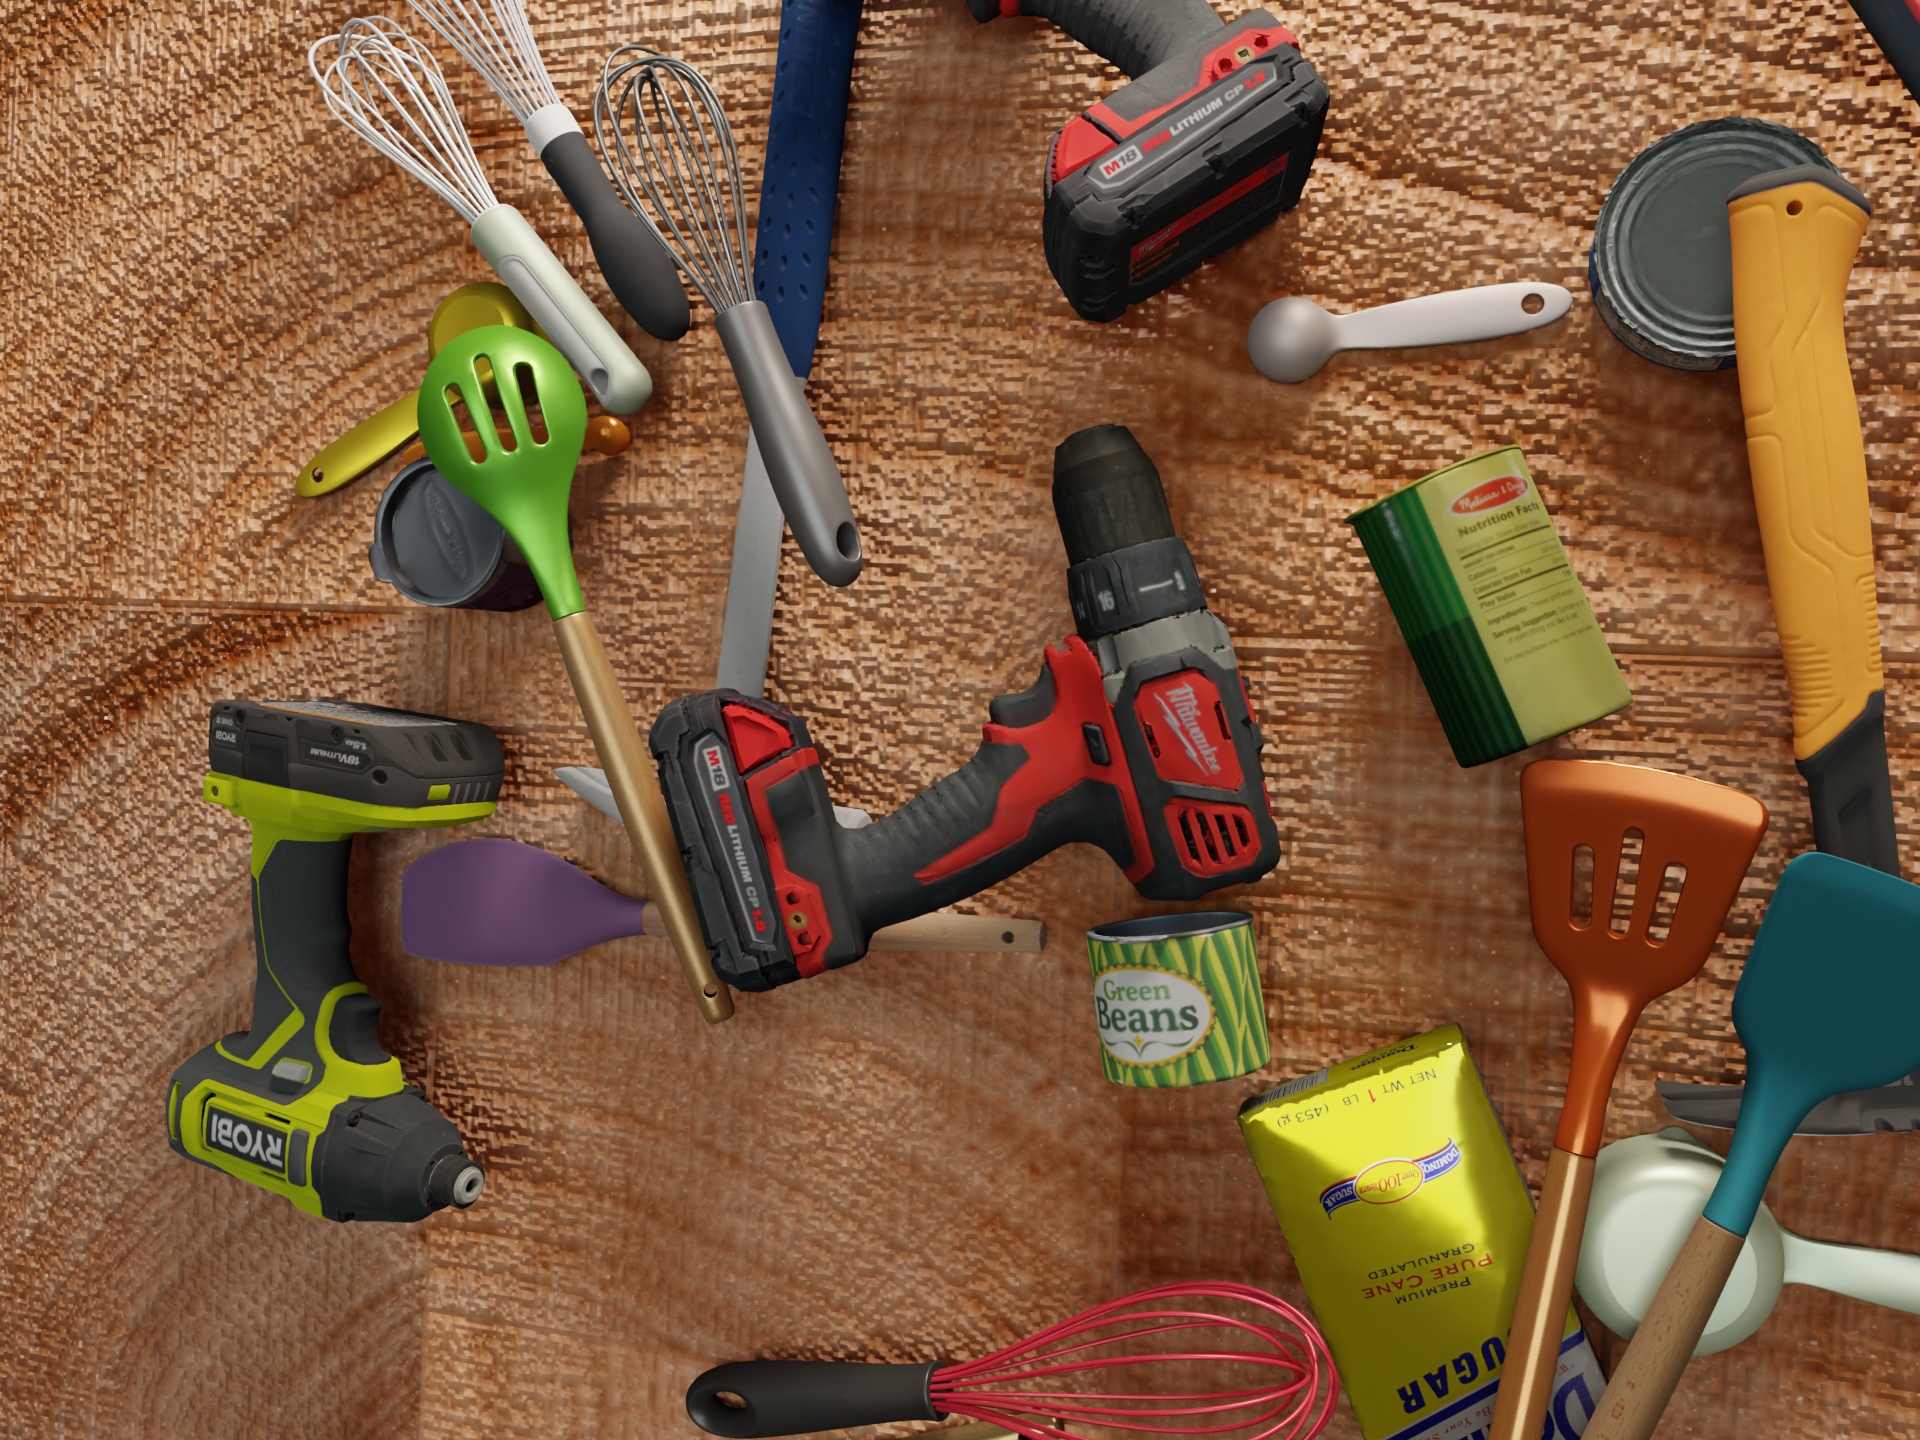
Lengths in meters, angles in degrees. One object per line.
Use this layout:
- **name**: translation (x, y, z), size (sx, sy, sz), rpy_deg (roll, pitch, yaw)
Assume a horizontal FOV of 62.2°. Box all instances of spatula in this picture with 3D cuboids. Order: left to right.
- **spatula**: translation (-0.116, 0.087, 0.709), size (0.316, 0.018, 0.060), rpy_deg (1, 90, 18)
- **spatula**: translation (0.209, 0.176, 0.558), size (0.081, 0.041, 0.322), rpy_deg (11, 87, 27)
- **spatula**: translation (0.252, 0.199, 0.545), size (0.082, 0.044, 0.317), rpy_deg (24, 95, 8)

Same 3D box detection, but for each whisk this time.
- **whisk**: translation (-0.214, -0.227, 0.712), size (0.246, 0.059, 0.057), rpy_deg (51, 135, 15)
- **whisk**: translation (-0.200, -0.291, 0.718), size (0.070, 0.070, 0.284), rpy_deg (-32, 86, 14)
- **whisk**: translation (-0.091, -0.165, 0.651), size (0.055, 0.055, 0.239), rpy_deg (-23, 87, 15)
- **whisk**: translation (0.008, 0.272, 0.646), size (0.296, 0.073, 0.073), rpy_deg (-14, 86, 26)

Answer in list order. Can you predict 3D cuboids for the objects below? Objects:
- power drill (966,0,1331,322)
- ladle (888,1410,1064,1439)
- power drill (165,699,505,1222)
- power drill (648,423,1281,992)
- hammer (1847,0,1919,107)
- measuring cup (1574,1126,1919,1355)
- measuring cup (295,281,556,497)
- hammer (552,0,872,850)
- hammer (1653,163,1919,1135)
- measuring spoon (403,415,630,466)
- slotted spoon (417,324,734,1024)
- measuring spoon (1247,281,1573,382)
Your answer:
- **power drill**: translation (0.032, -0.276, 0.624), size (0.143, 0.078, 0.220), rpy_deg (-32, 78, -2)
- **ladle**: translation (-0.103, 0.343, 0.702), size (0.315, 0.031, 0.069), rpy_deg (-19, 87, 14)
- **power drill**: translation (-0.277, 0.108, 0.720), size (0.171, 0.080, 0.223), rpy_deg (8, 95, 27)
- **power drill**: translation (-0.001, -0.002, 0.624), size (0.226, 0.080, 0.188), rpy_deg (-16, 89, 0)
- **hammer**: translation (0.299, -0.244, 0.534), size (0.143, 0.038, 0.386), rpy_deg (-33, 92, 29)
- **measuring cup**: translation (0.304, 0.200, 0.572), size (0.167, 0.038, 0.083), rpy_deg (7, 92, 19)
- **measuring cup**: translation (-0.260, -0.150, 0.745), size (0.156, 0.029, 0.062), rpy_deg (-31, 82, 13)
- **hammer**: translation (-0.086, -0.139, 0.691), size (0.144, 0.035, 0.405), rpy_deg (8, 92, 16)
- **hammer**: translation (0.296, -0.019, 0.557), size (0.127, 0.034, 0.337), rpy_deg (-7, 95, 16)
- **measuring spoon**: translation (-0.207, -0.124, 0.733), size (0.117, 0.011, 0.021), rpy_deg (-4, 133, 15)
- **slotted spoon**: translation (-0.154, -0.020, 0.672), size (0.070, 0.031, 0.314), rpy_deg (-20, 91, -7)
- **measuring spoon**: translation (0.174, -0.157, 0.622), size (0.124, 0.018, 0.034), rpy_deg (-5, 89, 16)
